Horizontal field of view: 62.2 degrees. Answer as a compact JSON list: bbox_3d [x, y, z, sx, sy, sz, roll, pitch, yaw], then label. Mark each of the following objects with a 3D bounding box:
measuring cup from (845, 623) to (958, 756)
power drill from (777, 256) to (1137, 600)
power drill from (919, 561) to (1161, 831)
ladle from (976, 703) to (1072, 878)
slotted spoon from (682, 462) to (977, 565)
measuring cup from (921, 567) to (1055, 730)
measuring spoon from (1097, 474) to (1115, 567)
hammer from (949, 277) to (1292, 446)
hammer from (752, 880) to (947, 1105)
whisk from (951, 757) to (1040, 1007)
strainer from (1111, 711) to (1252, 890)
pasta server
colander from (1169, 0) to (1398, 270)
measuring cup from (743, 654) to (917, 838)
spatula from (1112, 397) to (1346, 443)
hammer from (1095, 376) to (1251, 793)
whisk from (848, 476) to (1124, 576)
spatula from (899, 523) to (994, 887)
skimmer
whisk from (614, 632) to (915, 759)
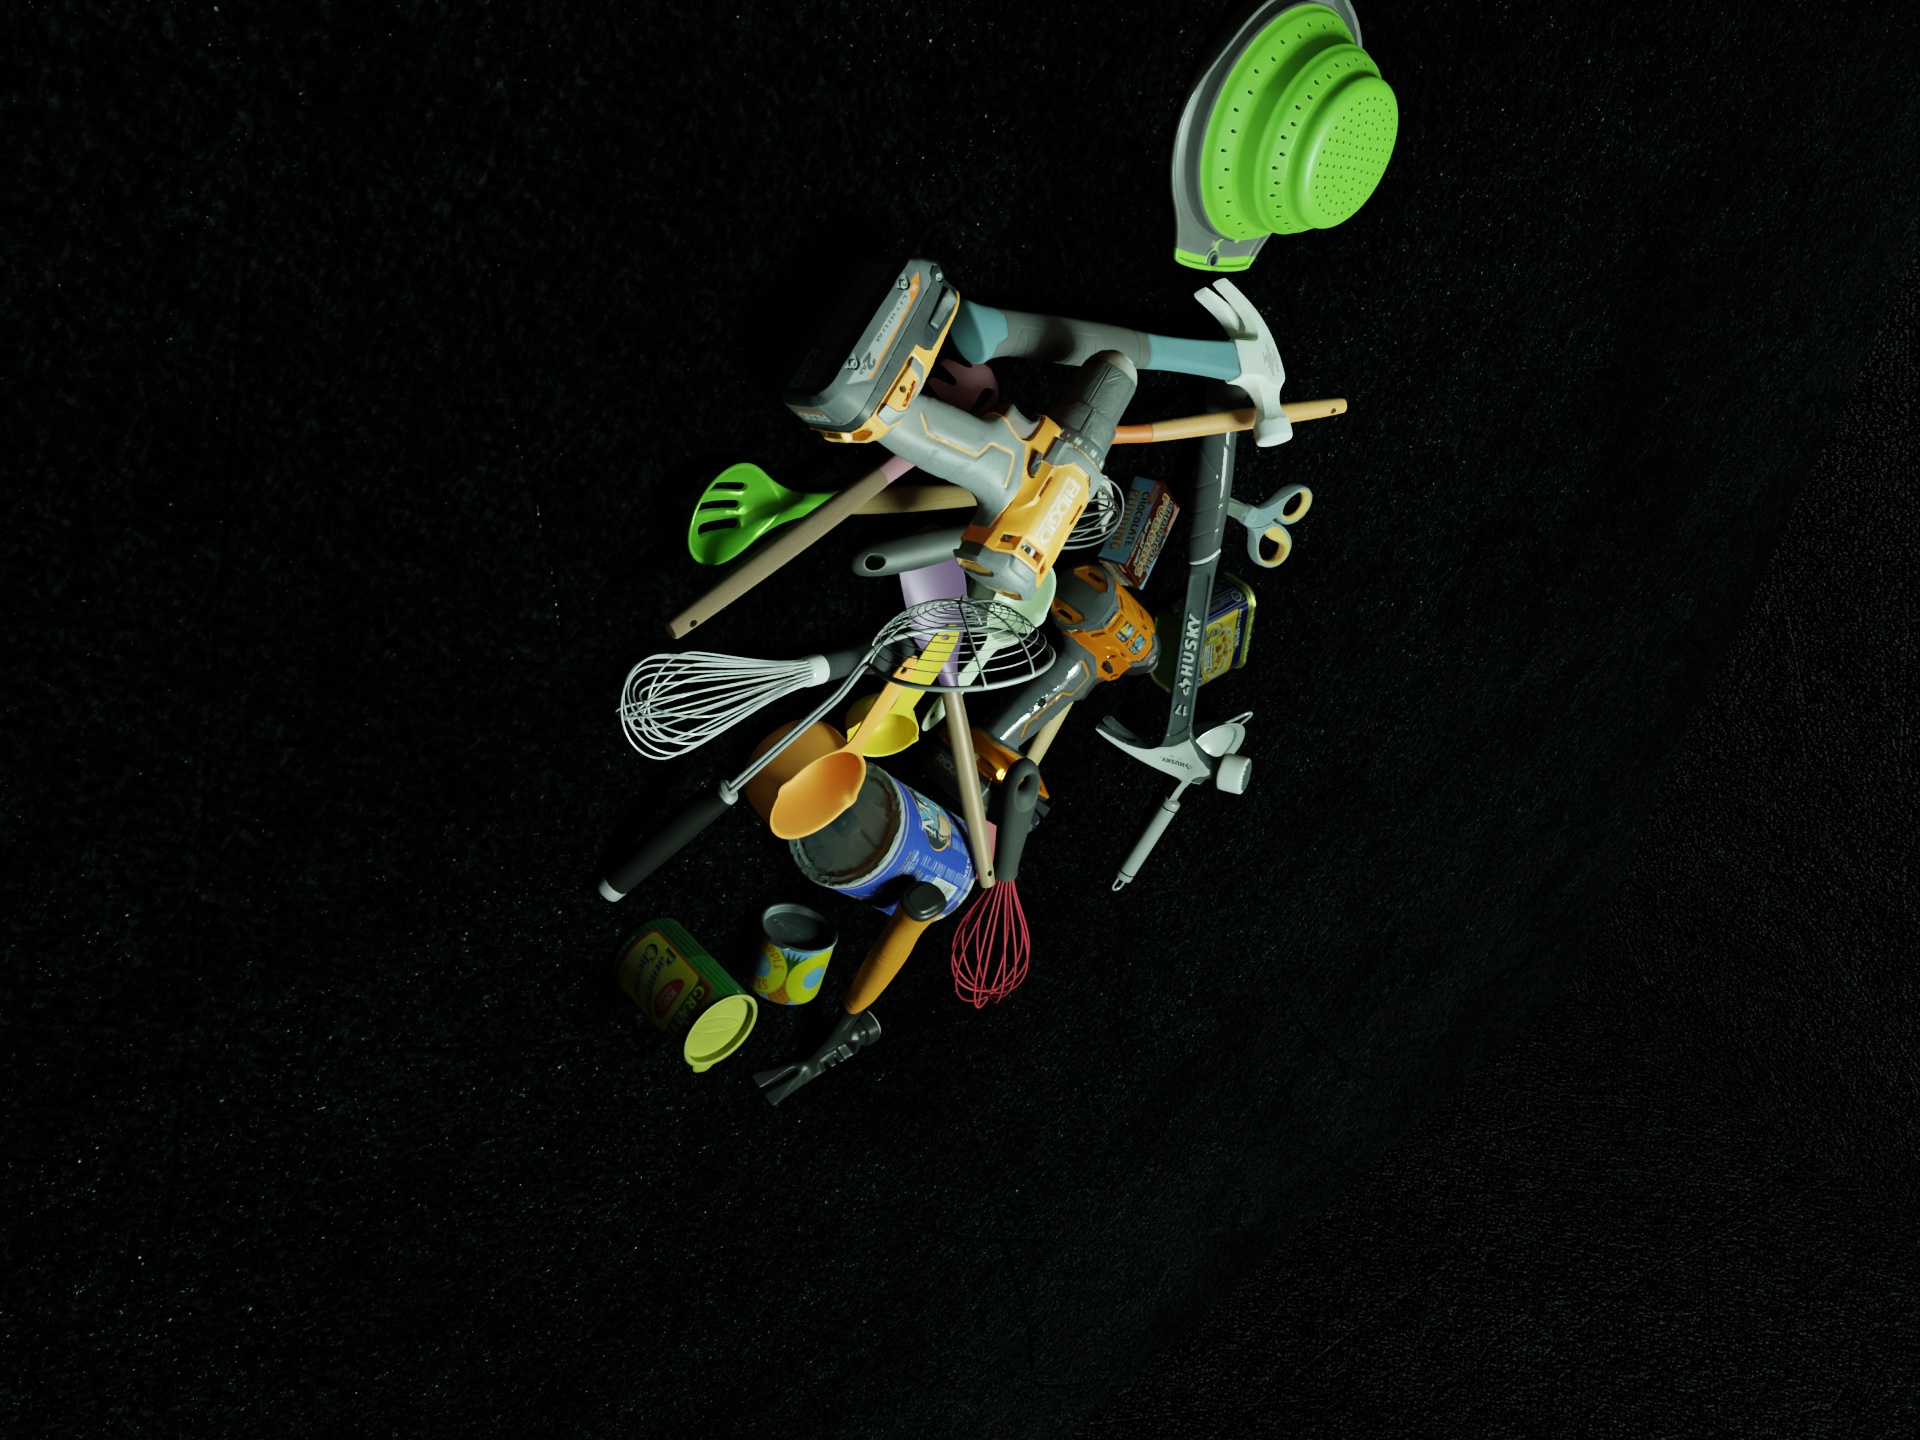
[{"bbox_3d":[-0.041,-0.030,1.220,0.062,0.029,0.156,8,137,-29],"label":"measuring cup"},{"bbox_3d":[0.013,-0.211,1.045,0.226,0.084,0.185,36,80,-35],"label":"power drill"},{"bbox_3d":[0.084,-0.013,1.374,0.226,0.084,0.164,-52,146,3],"label":"power drill"},{"bbox_3d":[0.074,0.019,1.456,0.069,0.031,0.315,12,109,-52],"label":"ladle"},{"bbox_3d":[-0.075,-0.151,1.112,0.313,0.031,0.070,-12,127,-47],"label":"slotted spoon"},{"bbox_3d":[0.011,-0.067,1.287,0.167,0.038,0.083,-53,147,4],"label":"measuring cup"},{"bbox_3d":[0.122,-0.159,1.361,0.034,0.018,0.124,-47,142,-34],"label":"measuring spoon"},{"bbox_3d":[0.126,-0.276,1.187,0.331,0.033,0.128,-5,82,-40],"label":"hammer"},{"bbox_3d":[-0.085,0.228,1.347,0.127,0.034,0.336,-26,160,-33],"label":"hammer"},{"bbox_3d":[0.035,0.144,1.372,0.073,0.073,0.295,-26,141,-34],"label":"whisk"},{"bbox_3d":[0.225,0.081,1.686,0.086,0.050,0.258,4,123,-46],"label":"strainer"},{"bbox_3d":[-0.078,-0.151,1.065,0.316,0.040,0.060,-41,138,-26],"label":"pasta server"},{"bbox_3d":[0.281,-0.504,1.150,0.204,0.095,0.397,-12,130,-45],"label":"colander"},{"bbox_3d":[-0.097,0.008,1.196,0.173,0.052,0.095,-54,150,12],"label":"measuring cup"},{"bbox_3d":[0.178,-0.231,1.285,0.322,0.041,0.081,-12,132,-19],"label":"spatula"},{"bbox_3d":[0.210,-0.130,1.418,0.036,0.149,0.408,-43,142,-53],"label":"hammer"},{"bbox_3d":[0.023,-0.143,1.201,0.239,0.055,0.055,-16,134,-26],"label":"whisk"},{"bbox_3d":[-0.002,-0.004,1.262,0.060,0.018,0.315,-26,119,-31],"label":"spatula"},{"bbox_3d":[-0.100,0.033,1.118,0.363,0.127,0.090,-39,108,13],"label":"skimmer"},{"bbox_3d":[-0.129,-0.029,1.137,0.284,0.070,0.070,-17,133,-48],"label":"whisk"}]
